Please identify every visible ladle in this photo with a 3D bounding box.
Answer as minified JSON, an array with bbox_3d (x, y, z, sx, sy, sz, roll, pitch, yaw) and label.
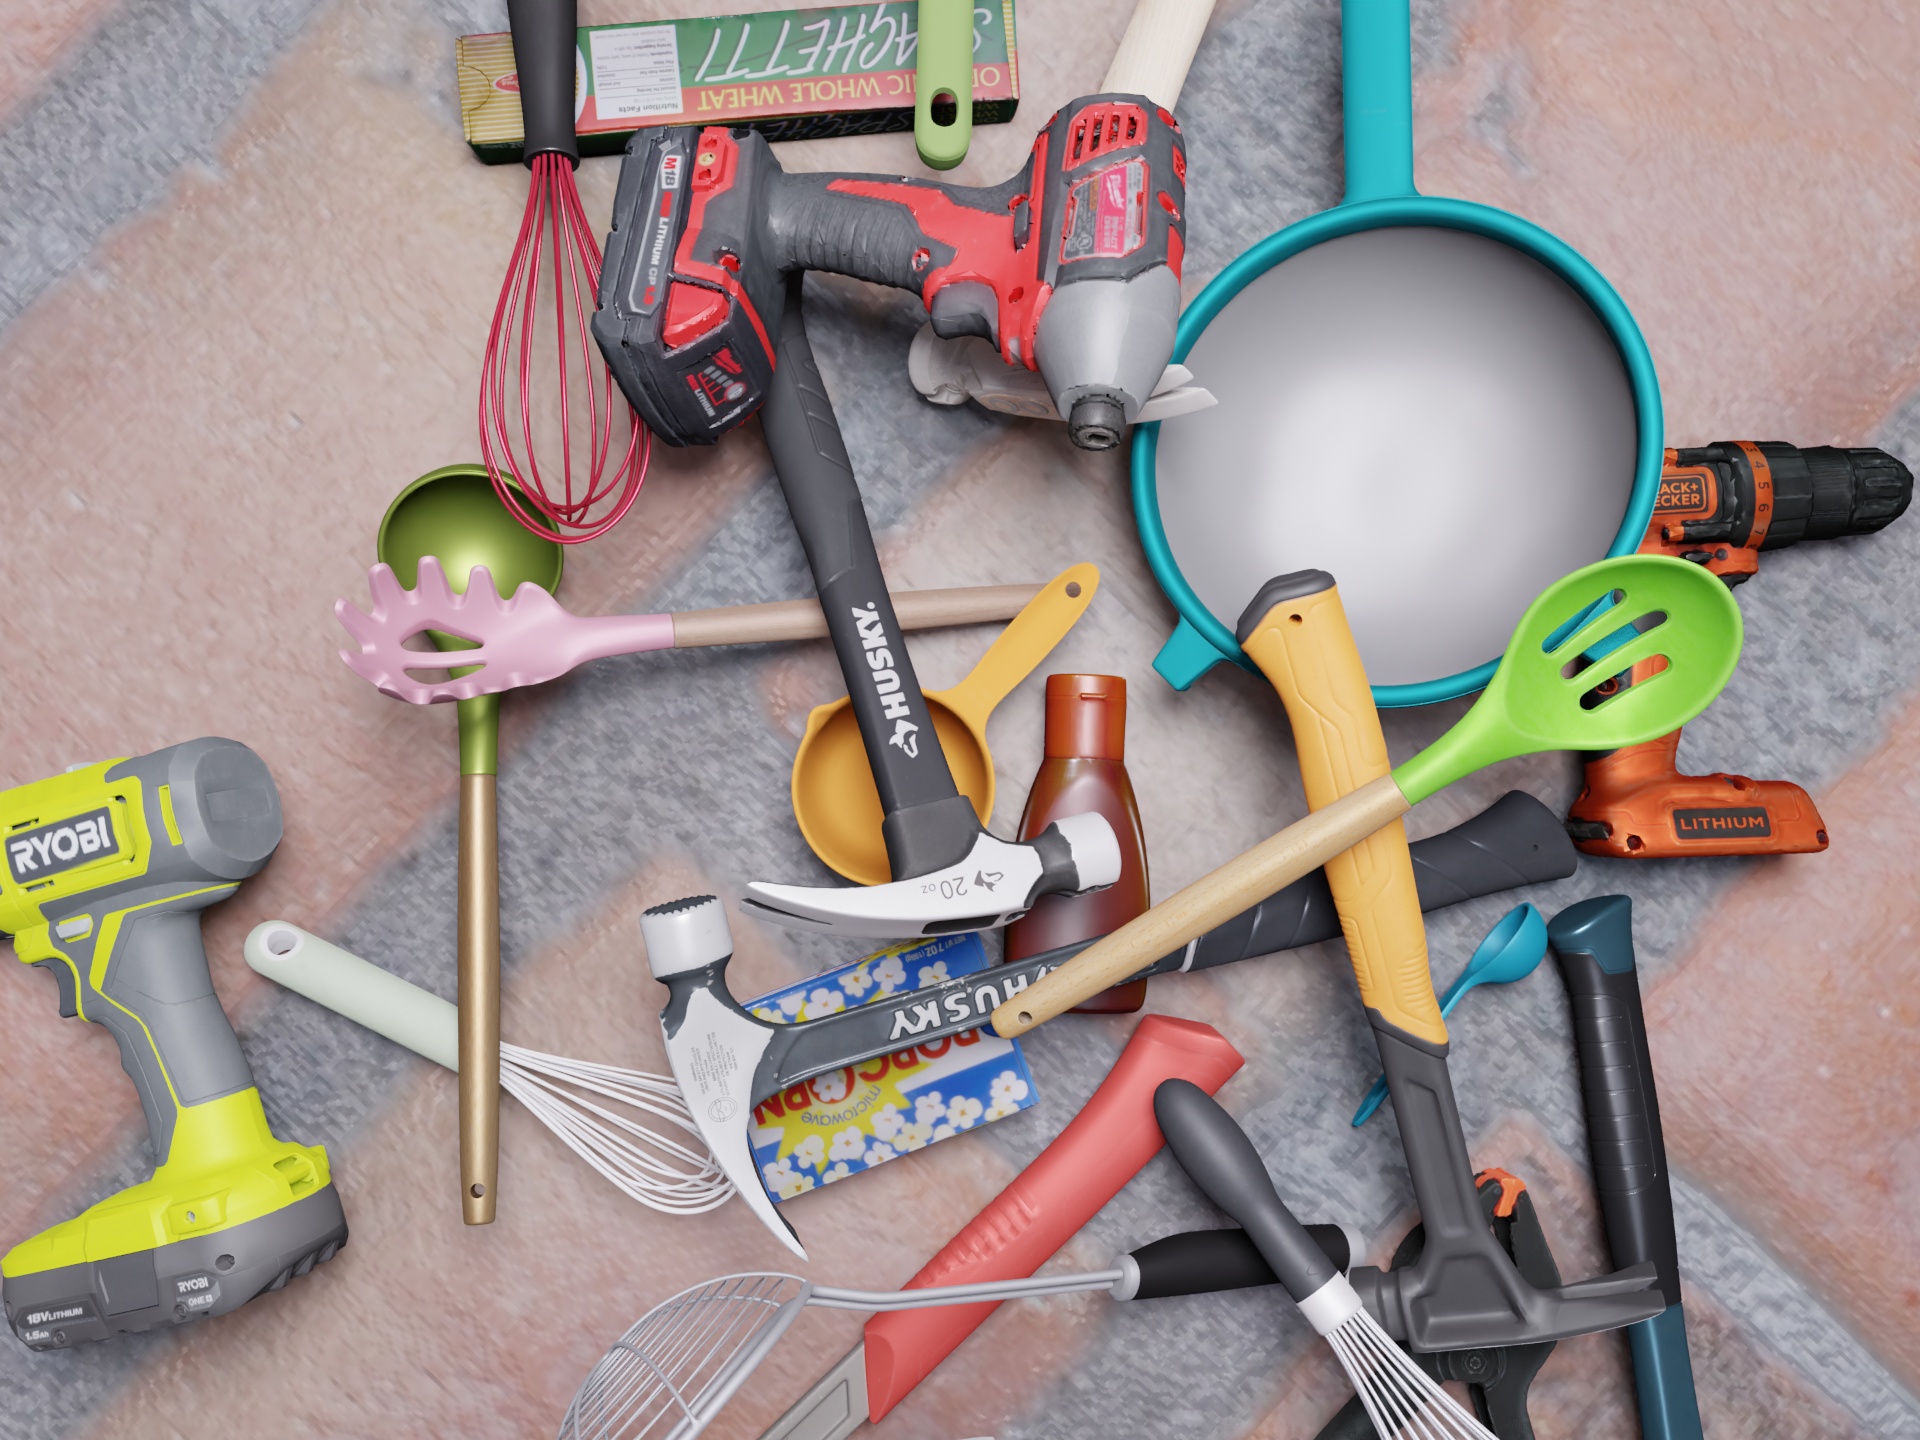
[{"bbox_3d":[-0.206,0.048,0.672,0.078,0.062,0.320,-2,80,-8],"label":"ladle"}]

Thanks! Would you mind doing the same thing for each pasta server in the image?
[{"bbox_3d":[-0.095,-0.043,0.675,0.316,0.040,0.060,-6,69,-17],"label":"pasta server"}]

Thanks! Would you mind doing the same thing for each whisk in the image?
[{"bbox_3d":[-0.173,-0.218,0.674,0.073,0.073,0.296,-5,82,-2],"label":"whisk"},{"bbox_3d":[-0.204,0.149,0.700,0.246,0.059,0.058,26,51,2],"label":"whisk"},{"bbox_3d":[0.171,0.262,0.642,0.070,0.070,0.285,-36,72,-3],"label":"whisk"}]

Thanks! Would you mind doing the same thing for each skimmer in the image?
[{"bbox_3d":[0.018,0.258,0.633,0.363,0.127,0.090,2,56,-24],"label":"skimmer"}]

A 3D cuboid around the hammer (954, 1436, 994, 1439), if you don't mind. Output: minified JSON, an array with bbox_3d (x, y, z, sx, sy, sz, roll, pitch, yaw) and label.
[{"bbox_3d":[0.082,0.420,0.641,0.143,0.038,0.386,-37,109,26],"label":"hammer"}]

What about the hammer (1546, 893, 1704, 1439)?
[{"bbox_3d":[0.303,0.244,0.704,0.128,0.033,0.331,-3,83,-26],"label":"hammer"}]

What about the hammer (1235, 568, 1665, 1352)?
[{"bbox_3d":[0.183,0.100,0.643,0.127,0.034,0.336,-14,101,19],"label":"hammer"}]

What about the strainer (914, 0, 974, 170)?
[{"bbox_3d":[-0.007,-0.355,0.700,0.151,0.069,0.256,2,83,-4],"label":"strainer"}]

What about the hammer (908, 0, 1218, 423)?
[{"bbox_3d":[0.106,-0.323,0.696,0.146,0.038,0.411,15,82,39],"label":"hammer"}]

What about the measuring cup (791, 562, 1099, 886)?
[{"bbox_3d":[-0.001,-0.002,0.707,0.095,0.052,0.173,43,86,-1],"label":"measuring cup"}]

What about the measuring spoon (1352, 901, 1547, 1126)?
[{"bbox_3d":[0.224,0.138,0.719,0.021,0.042,0.128,38,95,7],"label":"measuring spoon"}]

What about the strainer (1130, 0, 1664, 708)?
[{"bbox_3d":[0.186,-0.170,0.692,0.211,0.095,0.340,-2,83,20],"label":"strainer"}]

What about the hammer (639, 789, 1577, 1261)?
[{"bbox_3d":[0.081,0.102,0.674,0.409,0.036,0.149,-13,92,-14],"label":"hammer"}]

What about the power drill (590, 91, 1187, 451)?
[{"bbox_3d":[-0.023,-0.169,0.622,0.219,0.078,0.143,0,69,11],"label":"power drill"}]

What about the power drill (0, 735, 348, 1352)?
[{"bbox_3d":[-0.363,0.135,0.670,0.190,0.080,0.228,-16,88,14],"label":"power drill"}]

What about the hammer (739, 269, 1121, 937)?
[{"bbox_3d":[-0.055,-0.068,0.663,0.146,0.035,0.335,-12,70,-18],"label":"hammer"}]

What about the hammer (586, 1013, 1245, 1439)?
[{"bbox_3d":[-0.007,0.271,0.706,0.359,0.037,0.149,-43,90,-2],"label":"hammer"}]

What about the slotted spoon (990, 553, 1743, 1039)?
[{"bbox_3d":[0.142,0.038,0.600,0.314,0.031,0.070,-33,97,12],"label":"slotted spoon"}]
